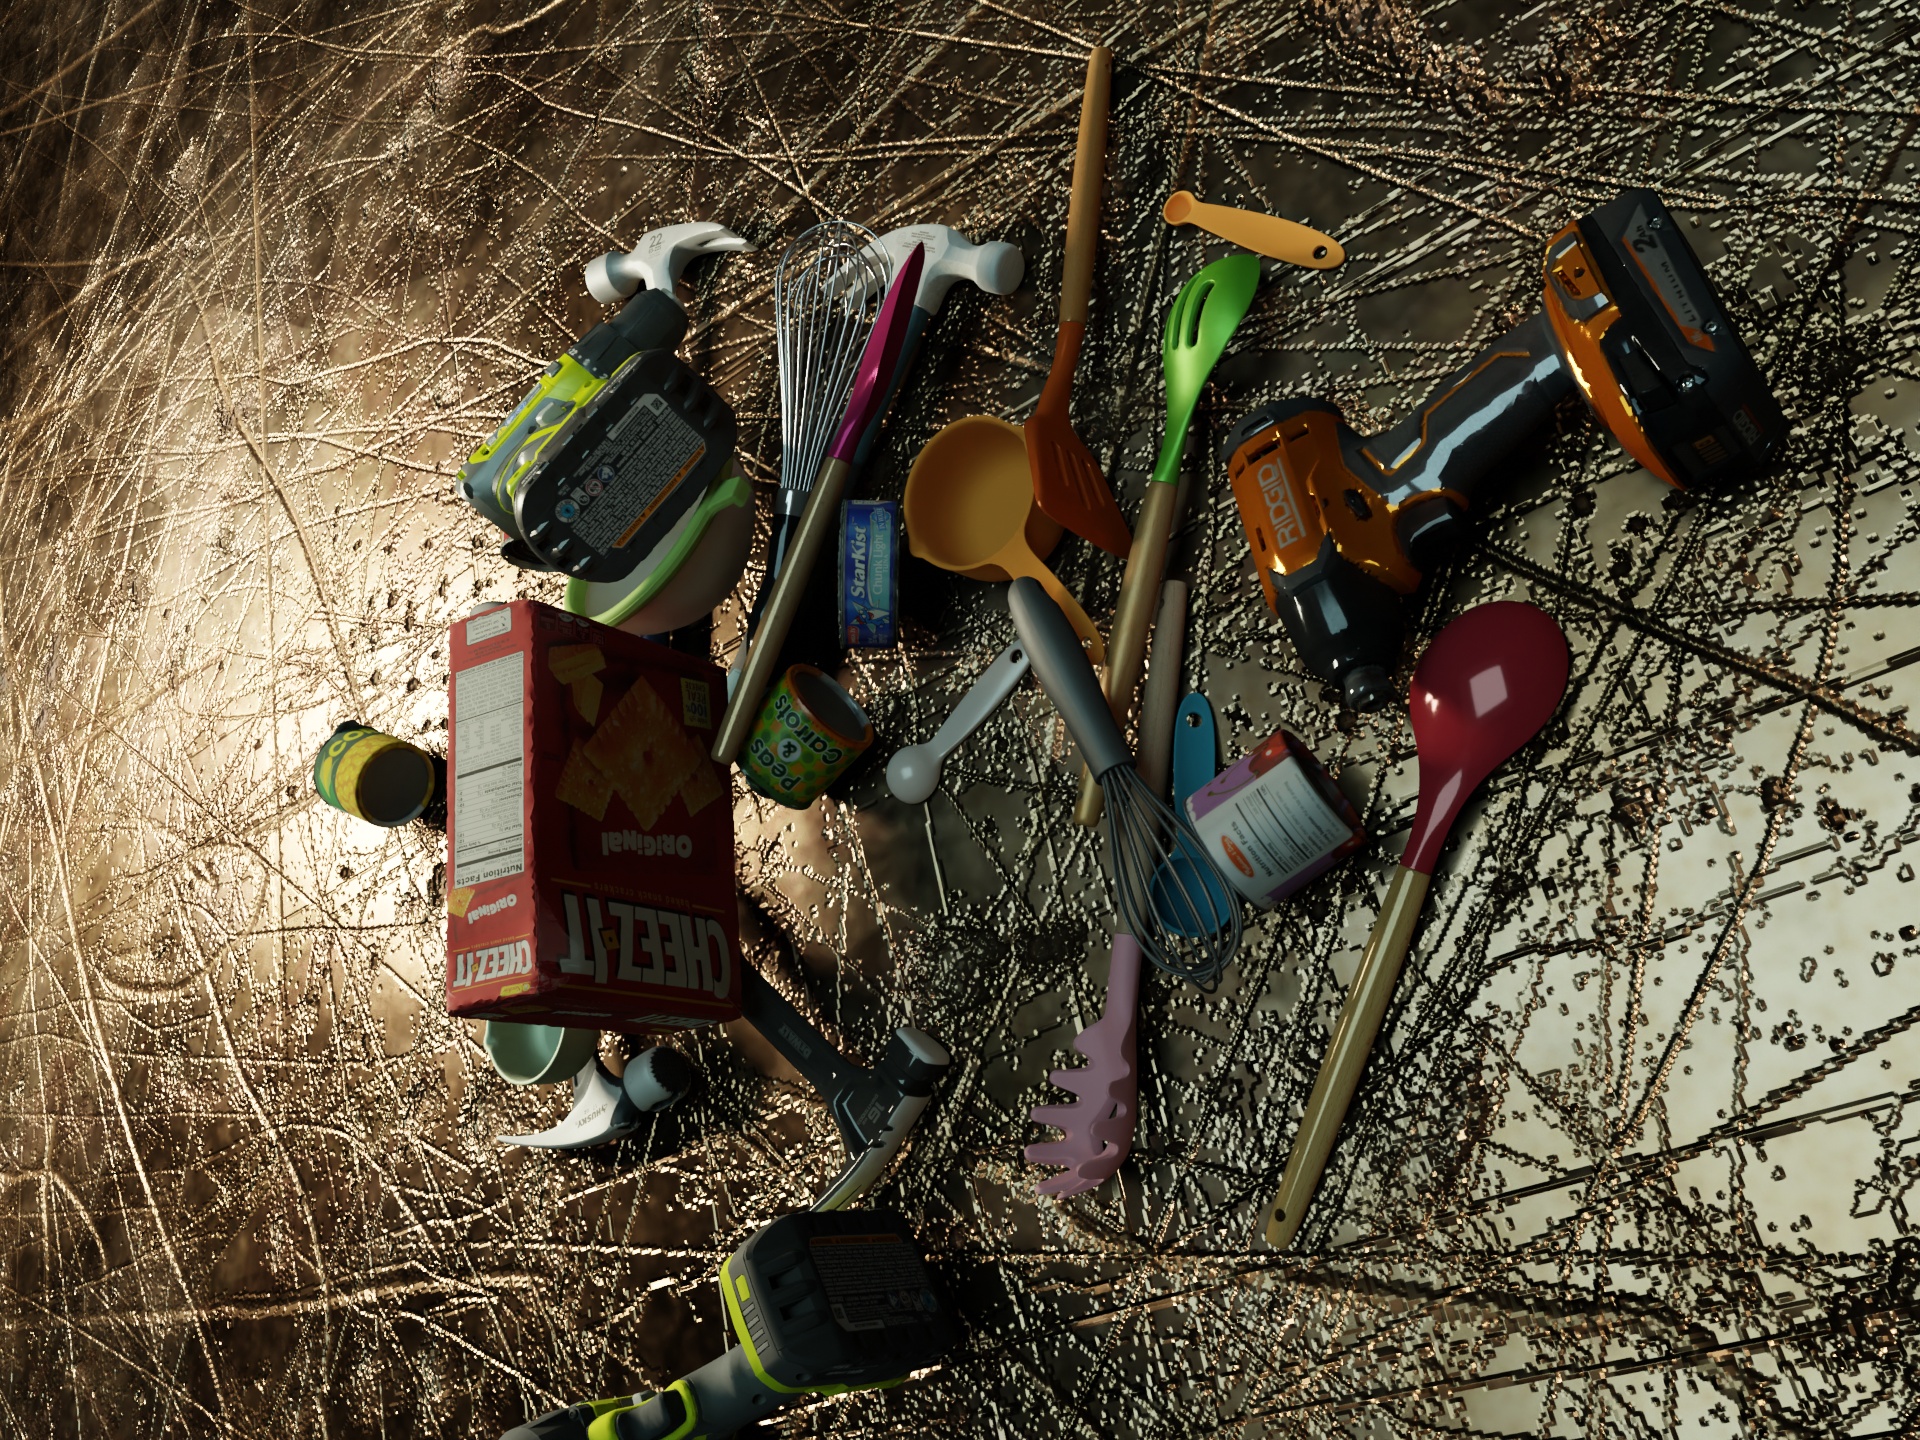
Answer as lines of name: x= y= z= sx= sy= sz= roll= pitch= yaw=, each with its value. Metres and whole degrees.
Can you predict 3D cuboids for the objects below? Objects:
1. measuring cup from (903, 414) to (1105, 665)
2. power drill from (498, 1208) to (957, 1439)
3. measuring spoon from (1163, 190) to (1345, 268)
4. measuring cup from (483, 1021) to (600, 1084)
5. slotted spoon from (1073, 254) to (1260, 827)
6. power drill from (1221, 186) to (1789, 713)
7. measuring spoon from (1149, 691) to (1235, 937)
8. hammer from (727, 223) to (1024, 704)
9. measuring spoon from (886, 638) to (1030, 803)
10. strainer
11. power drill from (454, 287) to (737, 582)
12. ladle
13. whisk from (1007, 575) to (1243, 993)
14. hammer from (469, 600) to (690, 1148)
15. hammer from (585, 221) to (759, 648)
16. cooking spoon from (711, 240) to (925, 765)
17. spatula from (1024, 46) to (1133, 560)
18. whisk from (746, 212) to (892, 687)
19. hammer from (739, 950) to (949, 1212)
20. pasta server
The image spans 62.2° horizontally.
measuring cup: x=0.039 y=-0.091 z=0.872 sx=0.095 sy=0.052 sz=0.174 roll=-45 pitch=62 yaw=20
power drill: x=-0.127 y=0.340 z=0.808 sx=0.223 sy=0.171 sz=0.080 roll=-40 pitch=58 yaw=18
measuring spoon: x=0.158 y=-0.262 z=0.856 sx=0.117 sy=0.011 sz=0.021 roll=31 pitch=96 yaw=34
measuring cup: x=-0.263 y=0.146 z=0.996 sx=0.083 sy=0.038 sz=0.168 roll=-32 pitch=59 yaw=29
slotted spoon: x=0.101 y=-0.098 z=0.827 sx=0.070 sy=0.031 sz=0.314 roll=2 pitch=77 yaw=67
power drill: x=0.232 y=-0.110 z=0.707 sx=0.226 sy=0.084 sz=0.164 roll=-30 pitch=54 yaw=31
measuring spoon: x=0.116 y=0.048 z=0.800 sx=0.042 sy=0.021 sz=0.129 roll=4 pitch=68 yaw=2
hammer: x=-0.076 y=-0.148 z=0.981 sx=0.128 sy=0.033 sz=0.331 roll=25 pitch=94 yaw=37
measuring spoon: x=-0.001 y=-0.003 z=0.897 sx=0.124 sy=0.018 sz=0.034 roll=-48 pitch=55 yaw=15
strainer: x=-0.205 y=-0.063 z=0.984 sx=0.256 sy=0.069 sz=0.152 roll=-50 pitch=32 yaw=8
power drill: x=-0.218 y=-0.182 z=0.979 sx=0.190 sy=0.080 sz=0.229 roll=-49 pitch=30 yaw=-2
ladle: x=0.197 y=0.092 z=0.723 sx=0.069 sy=0.031 sz=0.315 roll=22 pitch=93 yaw=42
whisk: x=0.073 y=0.024 z=0.775 sx=0.055 sy=0.055 sz=0.239 roll=-37 pitch=61 yaw=23
hammer: x=-0.284 y=0.090 z=1.073 sx=0.149 sy=0.036 sz=0.409 roll=-34 pitch=60 yaw=26
hammer: x=-0.205 y=-0.151 z=1.075 sx=0.144 sy=0.035 sz=0.406 roll=-11 pitch=72 yaw=34
cooking spoon: x=-0.079 y=-0.125 z=0.910 sx=0.017 sy=0.068 sz=0.319 roll=21 pitch=87 yaw=3
spatula: x=0.072 y=-0.243 z=0.888 sx=0.041 sy=0.081 sz=0.323 roll=-10 pitch=66 yaw=43
whisk: x=-0.093 y=-0.160 z=0.944 sx=0.070 sy=0.070 sz=0.284 roll=9 pitch=89 yaw=38
hammer: x=-0.153 y=0.144 z=0.943 sx=0.337 sy=0.034 sz=0.127 roll=39 pitch=100 yaw=31
pasta server: x=0.083 y=0.080 z=0.802 sx=0.060 sy=0.040 sz=0.316 roll=-12 pitch=67 yaw=63
